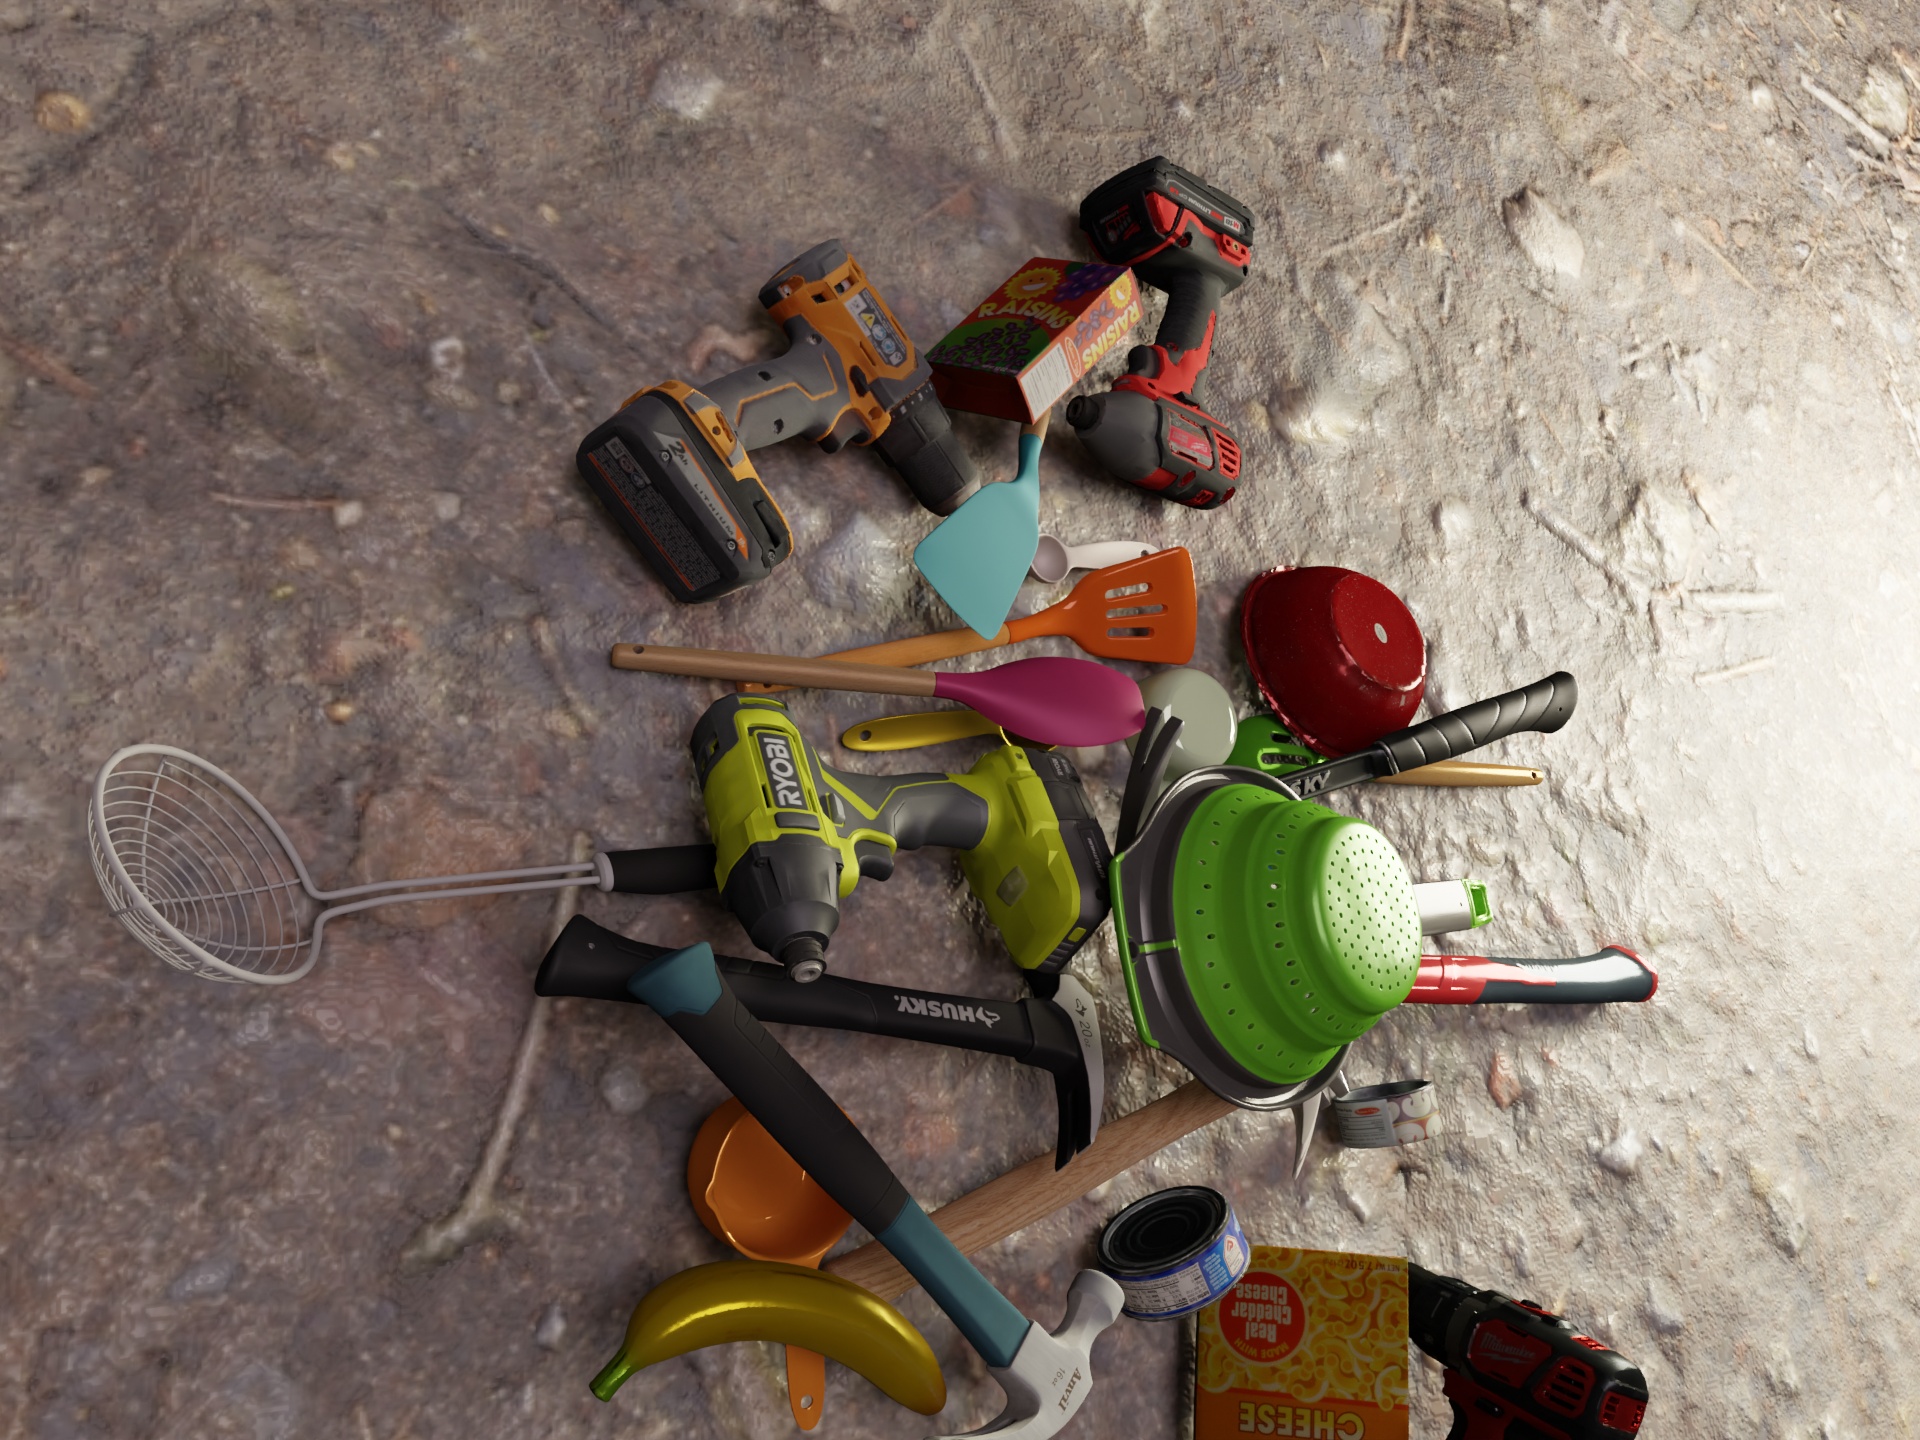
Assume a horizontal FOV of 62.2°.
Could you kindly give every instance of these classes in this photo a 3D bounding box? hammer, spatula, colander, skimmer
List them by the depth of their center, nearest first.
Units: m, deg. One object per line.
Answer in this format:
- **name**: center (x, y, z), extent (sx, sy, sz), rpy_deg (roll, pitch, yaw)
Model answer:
- **hammer**: center (-0.043, 0.234, 0.790), extent (0.330, 0.033, 0.128), rpy_deg (51, 48, -15)
- **skimmer**: center (-0.229, 0.063, 0.790), extent (0.363, 0.090, 0.127), rpy_deg (-2, 47, -33)
- **hammer**: center (-0.063, 0.156, 0.849), extent (0.334, 0.035, 0.146), rpy_deg (15, 43, -30)
- **hammer**: center (0.073, 0.258, 0.921), extent (0.331, 0.130, 0.031), rpy_deg (-20, 130, -26)
- **colander**: center (0.256, 0.118, 0.970), extent (0.396, 0.094, 0.204), rpy_deg (1, 75, -45)
- **spatula**: center (0.012, -0.050, 0.994), extent (0.322, 0.041, 0.081), rpy_deg (-13, 108, -31)
- **spatula**: center (0.039, -0.195, 1.033), extent (0.082, 0.044, 0.318), rpy_deg (45, 42, -33)
- **hammer**: center (0.270, 0.024, 1.066), extent (0.409, 0.036, 0.149), rpy_deg (-15, 116, -29)
- **hammer**: center (0.366, 0.197, 1.119), extent (0.386, 0.038, 0.143), rpy_deg (7, 53, -32)

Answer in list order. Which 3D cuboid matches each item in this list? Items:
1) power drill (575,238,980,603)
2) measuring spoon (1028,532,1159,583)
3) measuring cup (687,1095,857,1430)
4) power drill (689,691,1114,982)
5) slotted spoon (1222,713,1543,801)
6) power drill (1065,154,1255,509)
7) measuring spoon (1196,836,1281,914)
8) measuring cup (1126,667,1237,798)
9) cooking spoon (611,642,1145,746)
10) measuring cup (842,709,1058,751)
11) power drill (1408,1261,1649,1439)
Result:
- **power drill**: center (-0.092, -0.159, 0.943), extent (0.185, 0.084, 0.226), rpy_deg (54, 52, -17)
- **measuring spoon**: center (0.088, -0.108, 1.076), extent (0.124, 0.018, 0.034), rpy_deg (-6, 79, -39)
- **measuring cup**: center (-0.096, 0.278, 0.835), extent (0.095, 0.052, 0.173), rpy_deg (-4, 89, -32)
- **power drill**: center (-0.030, 0.073, 0.881), extent (0.223, 0.080, 0.171), rpy_deg (8, 43, -32)
- **slotted spoon**: center (0.319, 0.035, 1.162), extent (0.313, 0.031, 0.070), rpy_deg (4, 79, -31)
- **power drill**: center (0.136, -0.266, 1.105), extent (0.143, 0.078, 0.220), rpy_deg (15, 72, -35)
- **measuring spoon**: center (0.207, 0.103, 1.073), extent (0.128, 0.021, 0.042), rpy_deg (-30, 112, -31)
- **measuring cup**: center (0.141, 0.043, 1.046), extent (0.083, 0.038, 0.168), rpy_deg (22, 66, -24)
- **cooking spoon**: center (-0.041, -0.023, 0.926), extent (0.318, 0.017, 0.069), rpy_deg (5, 52, -15)
- **measuring cup**: center (-0.002, -0.003, 0.981), extent (0.156, 0.029, 0.062), rpy_deg (-7, 116, -20)
- **power drill**: center (0.293, 0.453, 0.962), extent (0.080, 0.188, 0.227), rpy_deg (28, 81, -34)
